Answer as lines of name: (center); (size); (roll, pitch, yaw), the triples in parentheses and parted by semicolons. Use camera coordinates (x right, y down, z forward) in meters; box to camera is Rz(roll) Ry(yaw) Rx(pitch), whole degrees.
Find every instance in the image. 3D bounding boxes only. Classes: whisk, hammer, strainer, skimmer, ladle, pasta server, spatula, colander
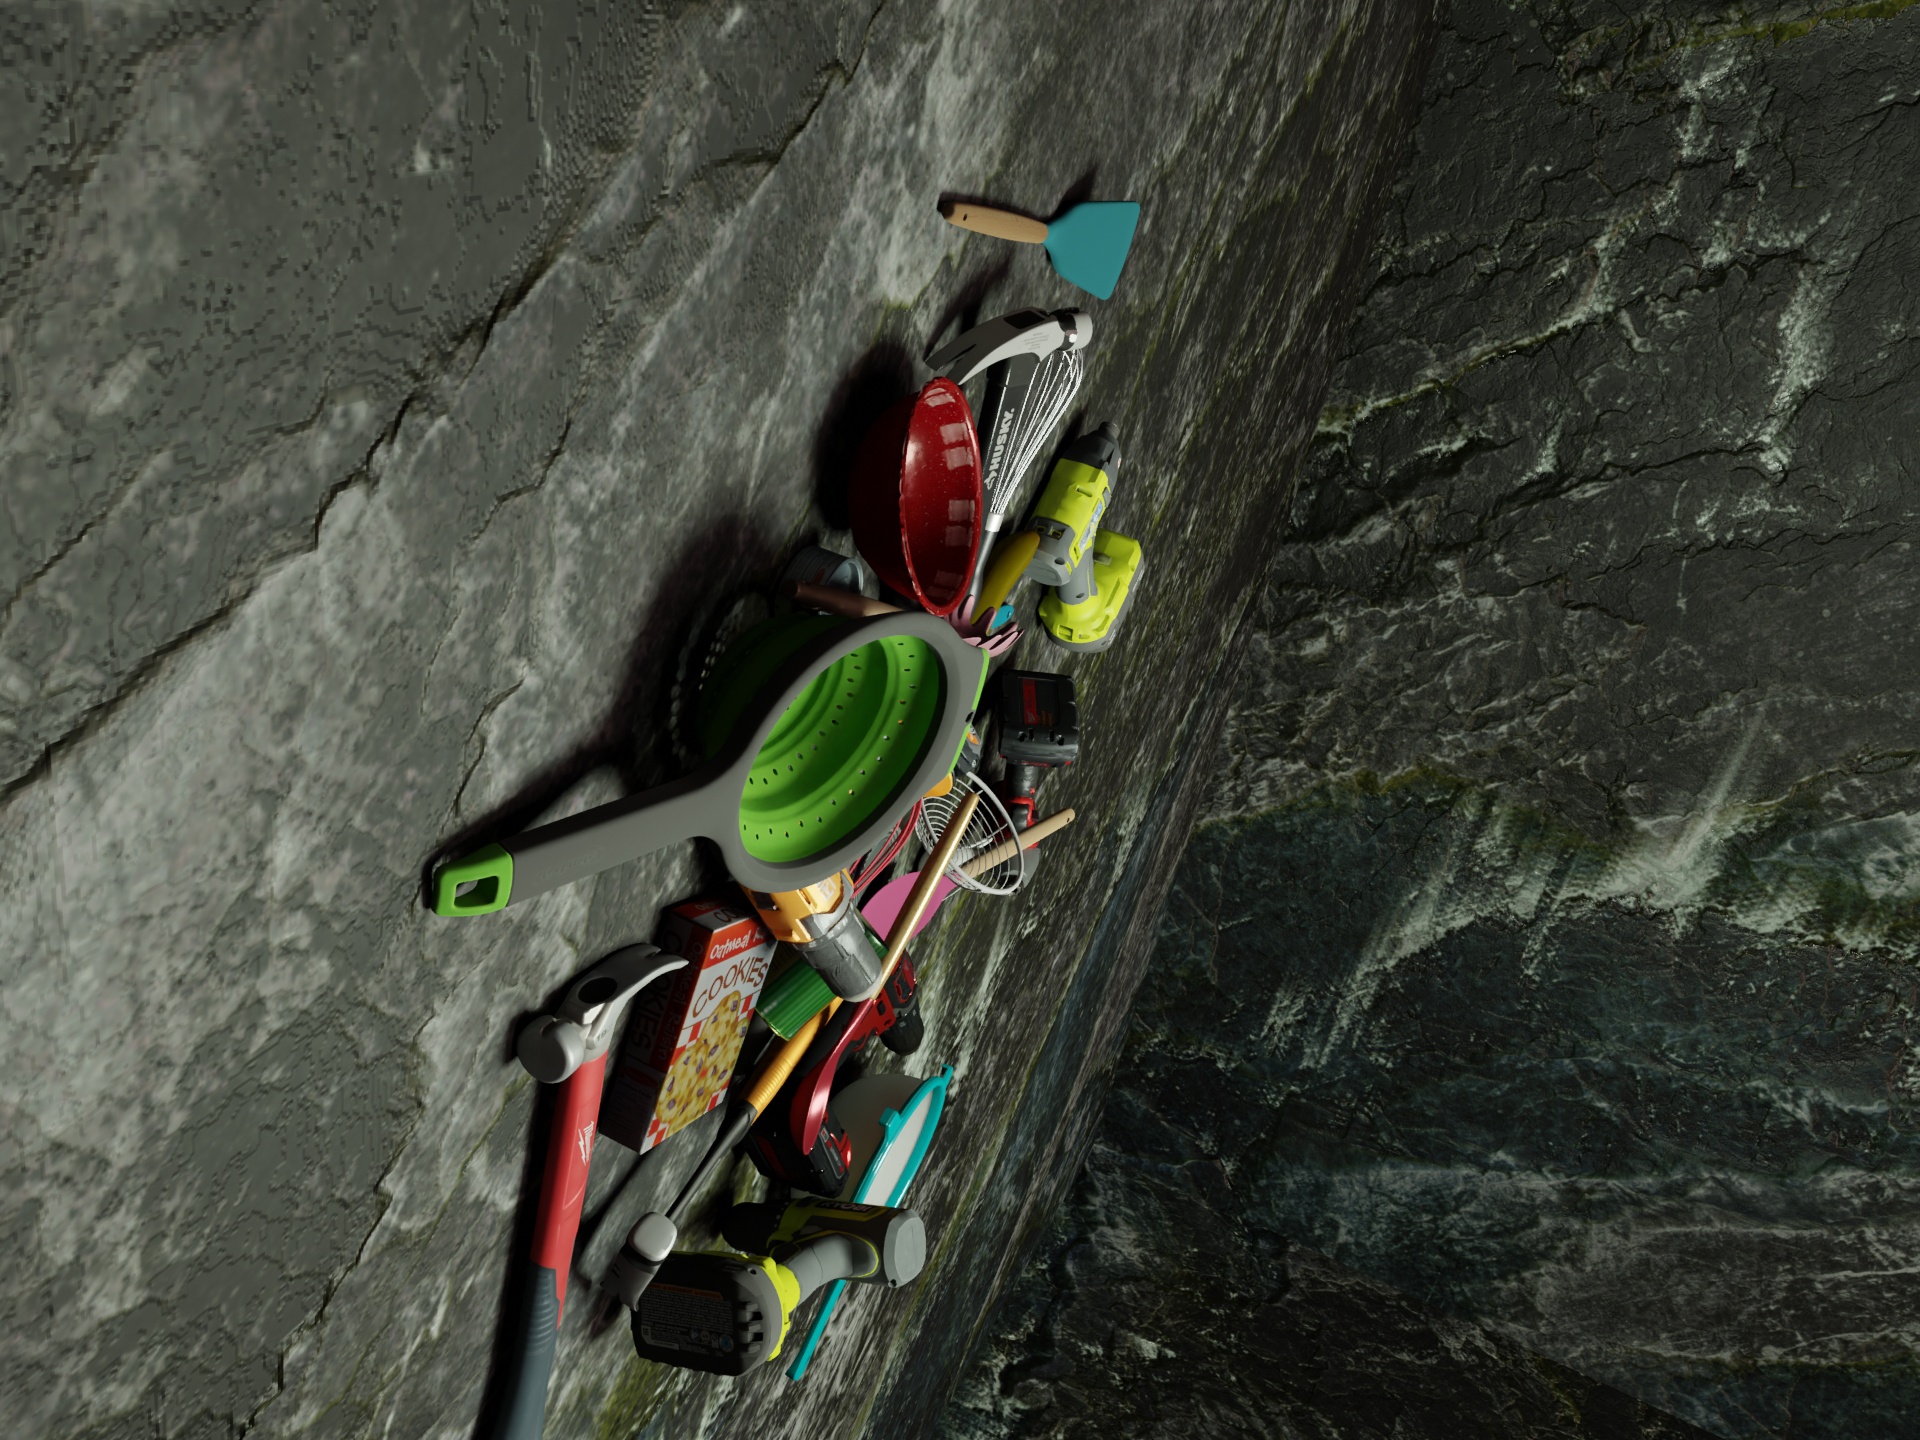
whisk: (0.033, -0.197, 1.309); (0.070, 0.070, 0.284); (-35, 148, -63)
hammer: (-0.258, 0.332, 1.047); (0.143, 0.038, 0.386); (-38, 146, -63)
strainer: (-0.129, 0.483, 1.564); (0.340, 0.095, 0.211); (-66, 166, 9)
strainer: (-0.052, 0.196, 1.542); (0.087, 0.050, 0.258); (-12, -143, 55)
skimmer: (-0.002, -0.004, 1.292); (0.127, 0.090, 0.362); (-86, 173, -49)
hammer: (0.005, -0.160, 1.248); (0.146, 0.035, 0.334); (-23, 140, -42)
ladle: (-0.062, 0.198, 1.271); (0.315, 0.031, 0.069); (-62, 171, -4)
whisk: (-0.112, 0.151, 1.269); (0.296, 0.073, 0.073); (-62, 164, 0)
pasta server: (-0.038, -0.076, 1.108); (0.040, 0.060, 0.316); (-58, 158, 10)
hammer: (-0.161, 0.297, 1.228); (0.337, 0.034, 0.127); (-53, 175, -42)
spatula: (0.061, -0.367, 1.195); (0.317, 0.044, 0.082); (-29, 141, -64)
colander: (-0.151, 0.019, 0.940); (0.397, 0.095, 0.204); (-20, 138, -45)

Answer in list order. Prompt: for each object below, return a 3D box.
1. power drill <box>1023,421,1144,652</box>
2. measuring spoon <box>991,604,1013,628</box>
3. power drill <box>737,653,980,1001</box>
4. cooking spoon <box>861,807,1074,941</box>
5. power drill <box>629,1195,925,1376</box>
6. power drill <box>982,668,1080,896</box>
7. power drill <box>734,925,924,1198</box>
power drill: (0.125, -0.178, 1.587); (0.171, 0.080, 0.223); (-63, 160, -18)
measuring spoon: (0.032, -0.089, 1.483); (0.128, 0.021, 0.042); (-30, 138, -63)
power drill: (-0.071, 0.073, 1.150); (0.226, 0.084, 0.185); (-55, 129, -38)
cooking spoon: (0.011, 0.135, 1.457); (0.319, 0.017, 0.068); (-23, 123, -48)
power drill: (-0.162, 0.443, 1.291); (0.228, 0.190, 0.080); (-3, 90, -61)
power drill: (0.063, 0.068, 1.622); (0.143, 0.078, 0.219); (-90, -173, -49)
power drill: (-0.101, 0.304, 1.411); (0.227, 0.080, 0.187); (-61, 151, -35)
